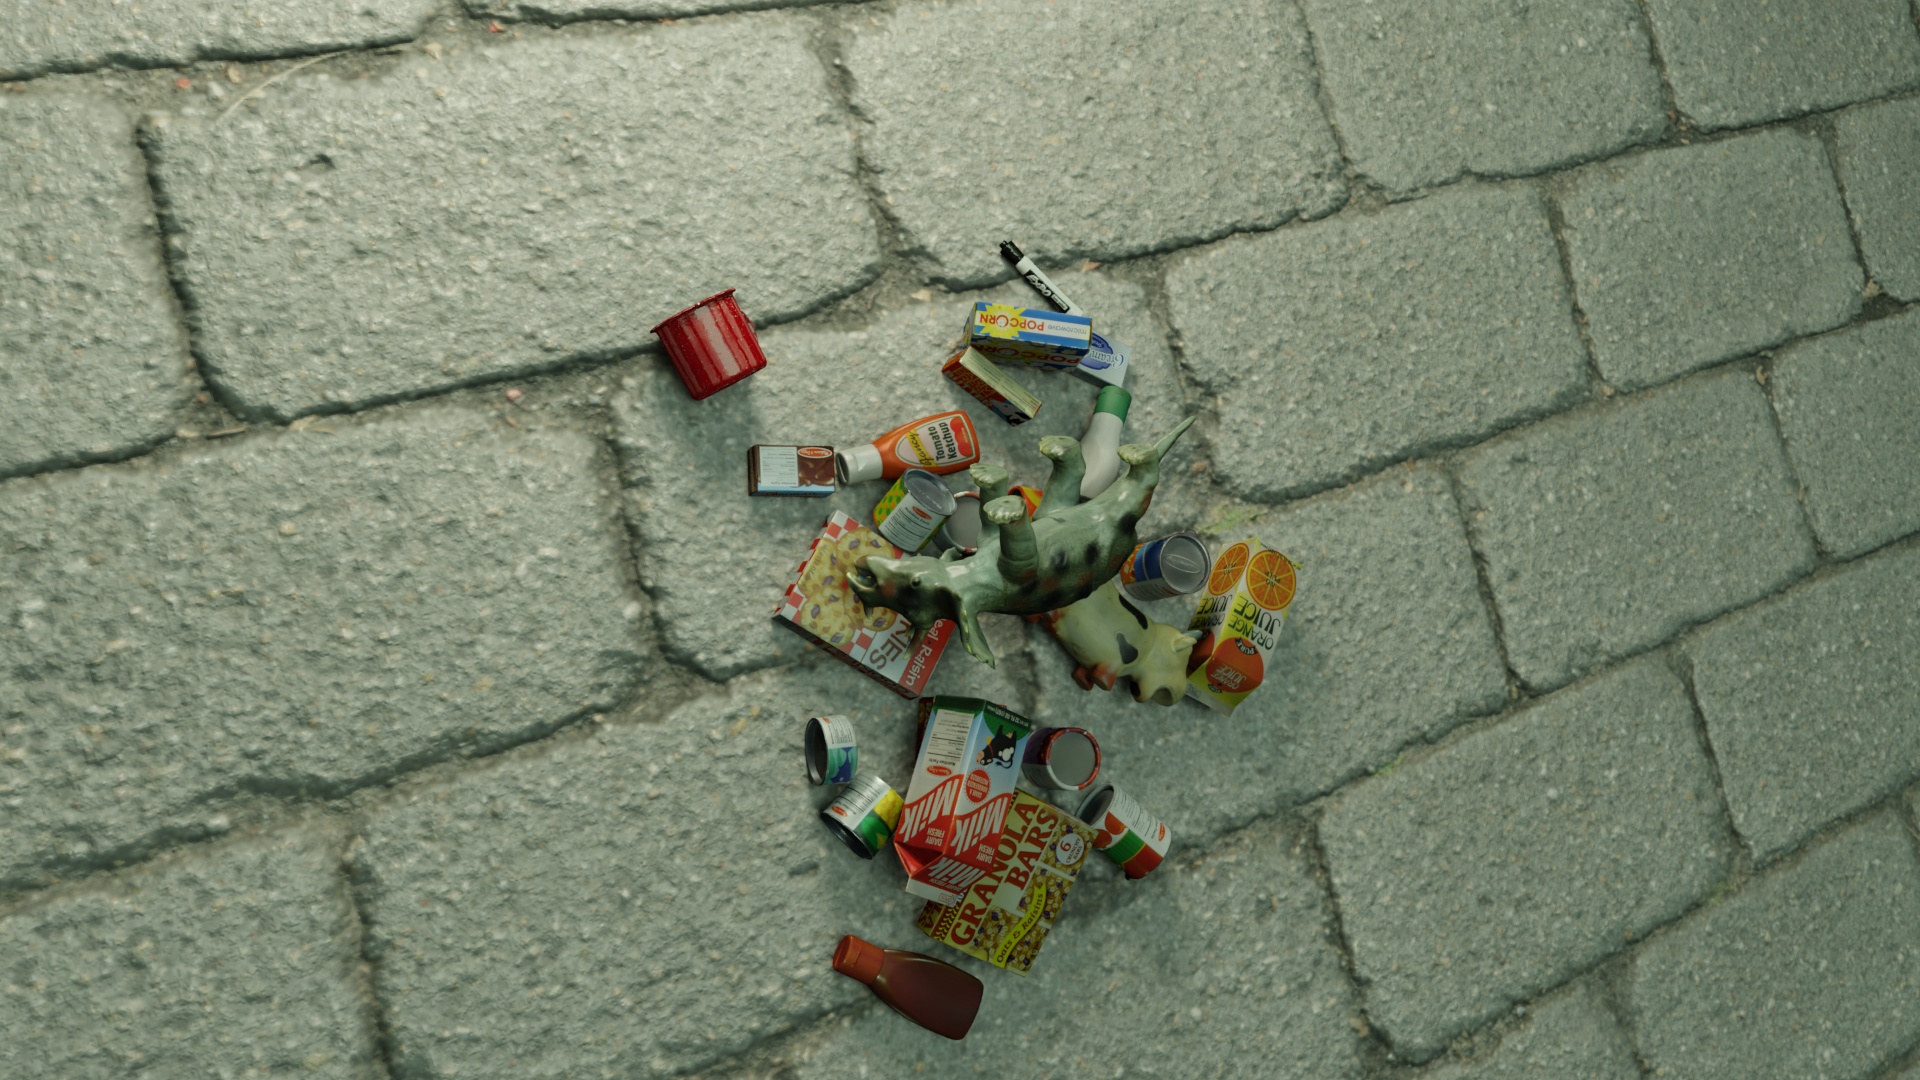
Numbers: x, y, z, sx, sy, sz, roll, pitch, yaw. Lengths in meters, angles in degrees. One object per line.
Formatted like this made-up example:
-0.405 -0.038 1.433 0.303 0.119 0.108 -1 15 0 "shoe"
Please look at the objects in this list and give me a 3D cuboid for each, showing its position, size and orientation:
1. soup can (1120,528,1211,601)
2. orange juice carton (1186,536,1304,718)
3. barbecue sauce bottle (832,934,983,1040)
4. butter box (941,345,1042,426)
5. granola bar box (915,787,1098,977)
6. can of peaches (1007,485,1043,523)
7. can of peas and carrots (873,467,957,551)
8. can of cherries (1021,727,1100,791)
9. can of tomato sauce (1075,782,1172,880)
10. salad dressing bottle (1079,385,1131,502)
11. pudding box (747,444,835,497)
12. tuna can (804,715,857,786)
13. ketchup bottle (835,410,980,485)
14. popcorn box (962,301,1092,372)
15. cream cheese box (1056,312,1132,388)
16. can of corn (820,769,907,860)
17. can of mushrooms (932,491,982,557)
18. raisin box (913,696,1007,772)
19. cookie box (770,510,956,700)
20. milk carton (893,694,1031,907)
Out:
0.225 0.028 1.523 0.071 0.083 0.071 4 80 -24 "soup can"
0.308 0.098 1.554 0.072 0.073 0.193 31 71 -17 "orange juice carton"
-0.053 0.430 1.352 0.148 0.043 0.065 30 70 -16 "barbecue sauce bottle"
0.034 -0.165 1.487 0.103 0.053 0.024 36 72 -14 "butter box"
0.048 0.337 1.388 0.124 0.039 0.165 30 83 -25 "granola bar box"
0.079 -0.023 1.475 0.058 0.071 0.071 12 77 -21 "can of peaches"
-0.046 -0.032 1.413 0.071 0.058 0.071 30 30 -20 "can of peas and carrots"
0.106 0.225 1.450 0.071 0.058 0.071 4 80 -23 "can of cherries"
0.169 0.306 1.462 0.083 0.071 0.071 41 68 -13 "can of tomato sauce"
0.153 -0.101 1.528 0.044 0.064 0.148 34 62 -28 "salad dressing bottle"
-0.169 -0.069 1.392 0.084 0.030 0.050 -1 80 -24 "pudding box"
-0.126 0.205 1.347 0.033 0.071 0.071 -2 82 -25 "tuna can"
-0.056 -0.090 1.440 0.149 0.043 0.065 -16 85 -25 "ketchup bottle"
0.070 -0.215 1.478 0.127 0.085 0.038 7 80 -7 "popcorn box"
0.139 -0.210 1.558 0.104 0.024 0.053 21 75 -19 "cream cheese box"
-0.091 0.268 1.352 0.071 0.071 0.058 48 66 -10 "can of corn"
0.005 -0.018 1.460 0.071 0.033 0.071 4 79 -23 "can of mushrooms"
-0.002 0.224 1.413 0.086 0.040 0.123 9 79 -22 "raisin box"
-0.088 0.066 1.401 0.167 0.040 0.123 32 70 -15 "cookie box"
-0.002 0.251 1.335 0.072 0.073 0.191 31 69 -40 "milk carton"
